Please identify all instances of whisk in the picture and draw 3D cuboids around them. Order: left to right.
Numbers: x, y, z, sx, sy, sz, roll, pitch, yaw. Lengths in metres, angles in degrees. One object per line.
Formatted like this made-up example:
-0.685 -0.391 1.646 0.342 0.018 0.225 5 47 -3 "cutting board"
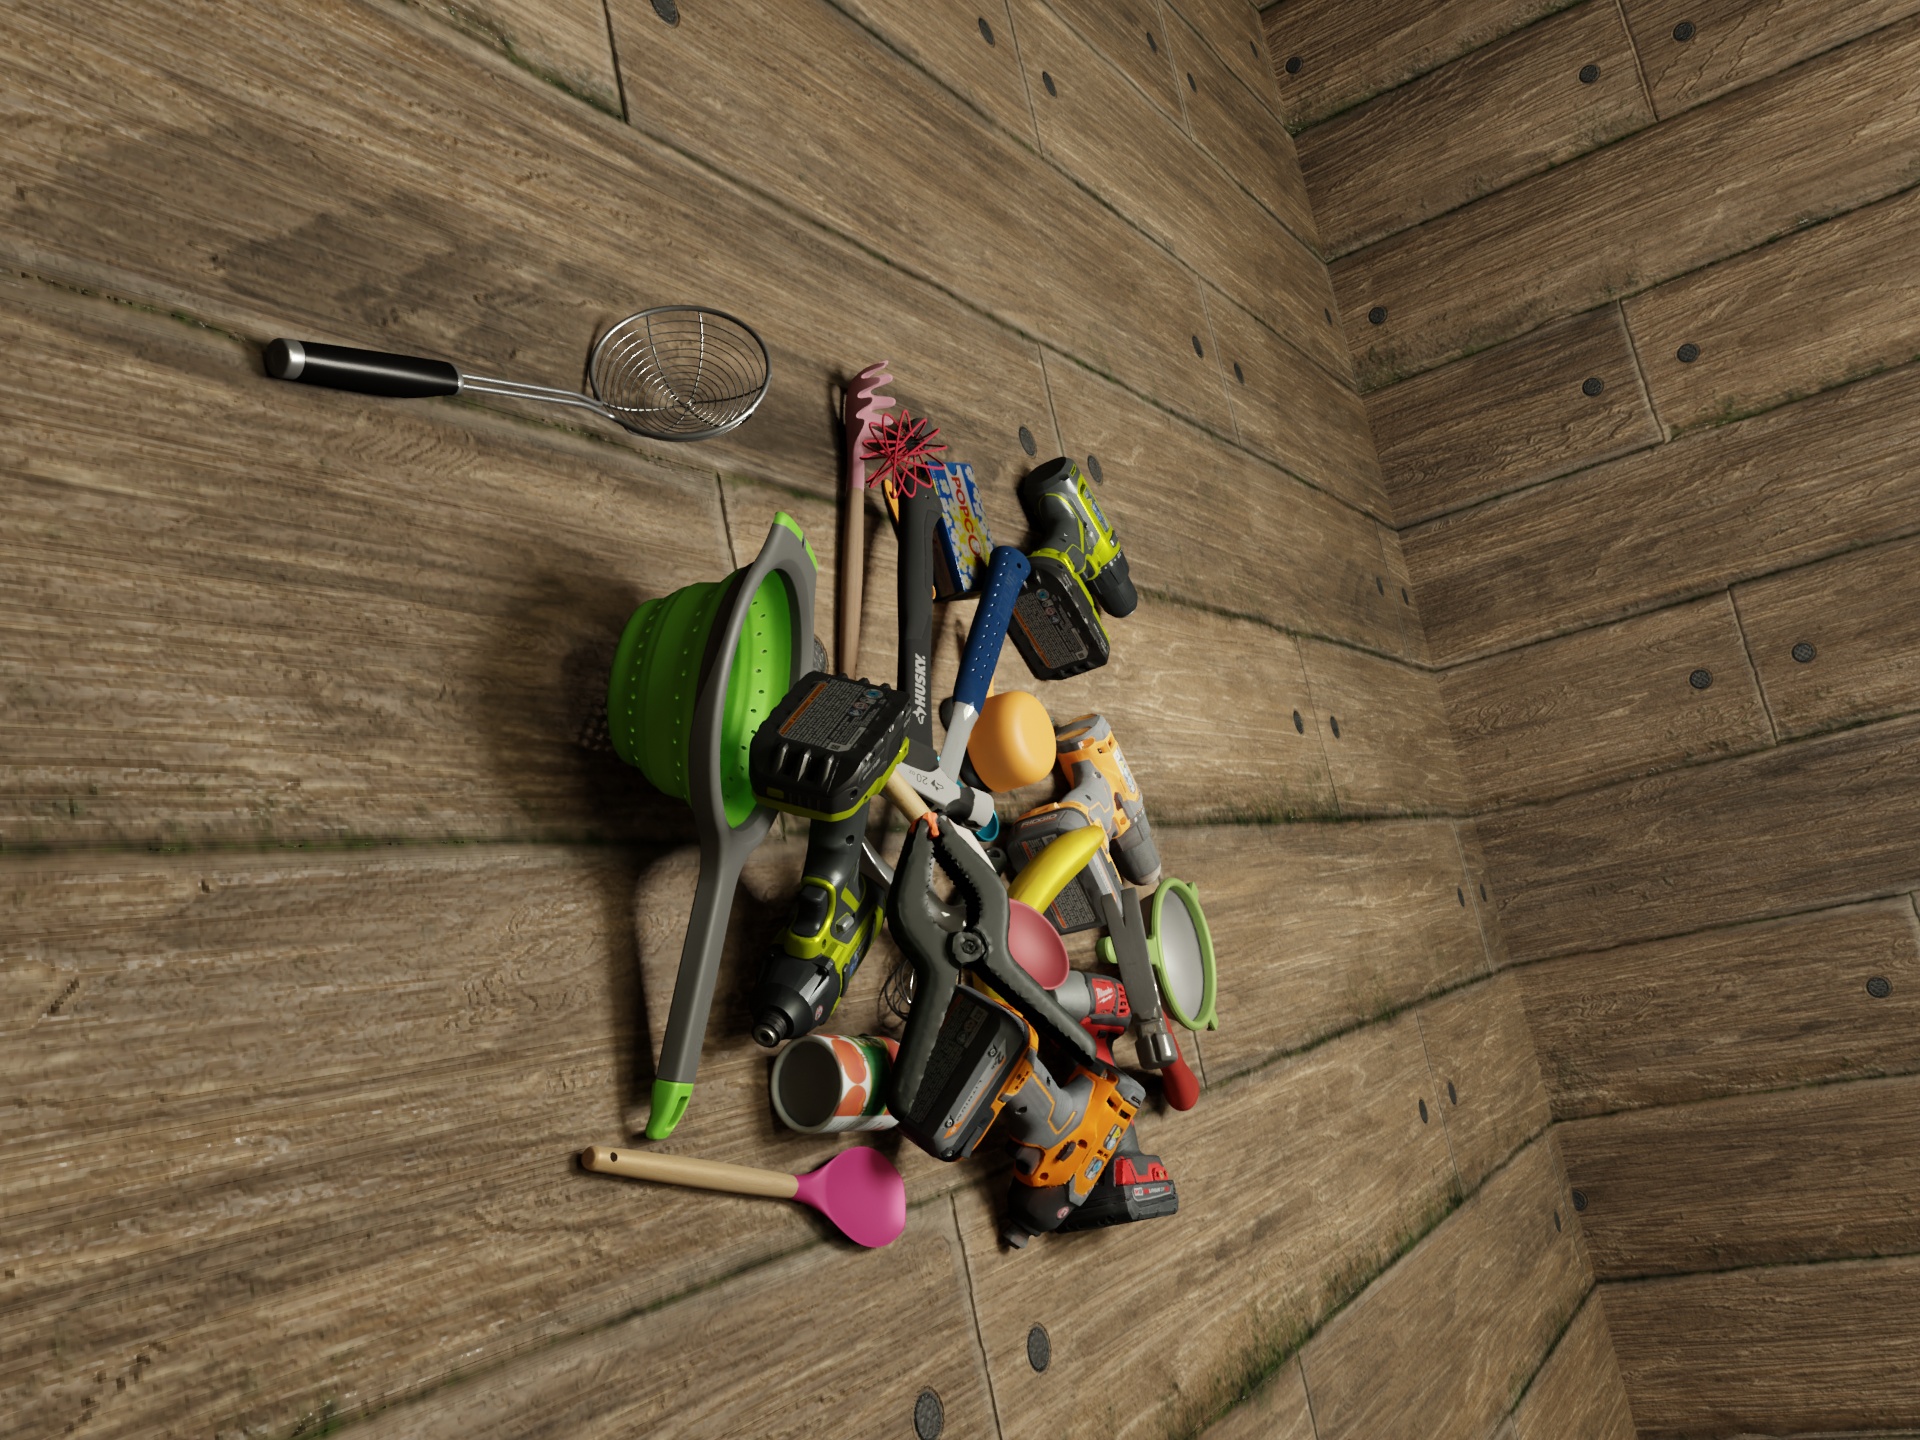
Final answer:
-0.043 -0.237 1.370 0.296 0.073 0.073 -80 147 -75 "whisk"
-0.004 0.173 1.306 0.246 0.058 0.059 -56 158 -58 "whisk"

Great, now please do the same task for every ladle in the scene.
-0.014 0.092 1.191 0.315 0.031 0.069 52 35 -25 "ladle"

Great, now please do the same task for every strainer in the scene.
0.170 0.228 1.536 0.256 0.069 0.151 16 63 -58 "strainer"

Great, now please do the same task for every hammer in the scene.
-0.042 -0.073 1.300 0.146 0.035 0.335 24 47 -29 "hammer"
-0.002 -0.004 1.343 0.144 0.035 0.406 36 46 -21 "hammer"
0.179 0.278 1.436 0.358 0.036 0.149 64 13 -61 "hammer"

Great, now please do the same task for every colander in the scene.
-0.182 0.059 1.016 0.204 0.094 0.397 62 38 -75 "colander"

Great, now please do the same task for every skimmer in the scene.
-0.268 -0.237 1.022 0.127 0.090 0.363 46 25 20 "skimmer"

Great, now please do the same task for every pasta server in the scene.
-0.083 -0.173 1.357 0.060 0.040 0.316 73 15 -62 "pasta server"

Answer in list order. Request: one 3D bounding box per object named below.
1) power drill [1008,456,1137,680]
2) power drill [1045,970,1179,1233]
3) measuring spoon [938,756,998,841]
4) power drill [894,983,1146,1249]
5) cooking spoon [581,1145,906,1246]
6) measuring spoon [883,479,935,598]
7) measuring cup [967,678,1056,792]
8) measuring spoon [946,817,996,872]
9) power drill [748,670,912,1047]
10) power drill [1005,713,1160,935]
0.119 -0.144 1.651 0.190 0.080 0.229 57 30 -25 "power drill"
0.113 0.327 1.387 0.143 0.078 0.220 22 53 -56 "power drill"
-0.014 0.058 1.379 0.128 0.021 0.042 48 37 -21 "measuring spoon"
0.039 0.313 1.229 0.226 0.084 0.164 40 78 -43 "power drill"
-0.128 0.303 1.041 0.318 0.017 0.069 31 49 -51 "cooking spoon"
-0.049 -0.163 1.441 0.021 0.011 0.117 -19 88 -61 "measuring spoon"
0.046 -0.023 1.443 0.095 0.052 0.174 22 60 -54 "measuring cup"
-0.007 0.093 1.343 0.124 0.018 0.034 56 28 -6 "measuring spoon"
-0.094 0.096 1.063 0.171 0.080 0.223 -57 157 -58 "power drill"
0.130 0.118 1.527 0.185 0.084 0.226 64 26 -17 "power drill"
